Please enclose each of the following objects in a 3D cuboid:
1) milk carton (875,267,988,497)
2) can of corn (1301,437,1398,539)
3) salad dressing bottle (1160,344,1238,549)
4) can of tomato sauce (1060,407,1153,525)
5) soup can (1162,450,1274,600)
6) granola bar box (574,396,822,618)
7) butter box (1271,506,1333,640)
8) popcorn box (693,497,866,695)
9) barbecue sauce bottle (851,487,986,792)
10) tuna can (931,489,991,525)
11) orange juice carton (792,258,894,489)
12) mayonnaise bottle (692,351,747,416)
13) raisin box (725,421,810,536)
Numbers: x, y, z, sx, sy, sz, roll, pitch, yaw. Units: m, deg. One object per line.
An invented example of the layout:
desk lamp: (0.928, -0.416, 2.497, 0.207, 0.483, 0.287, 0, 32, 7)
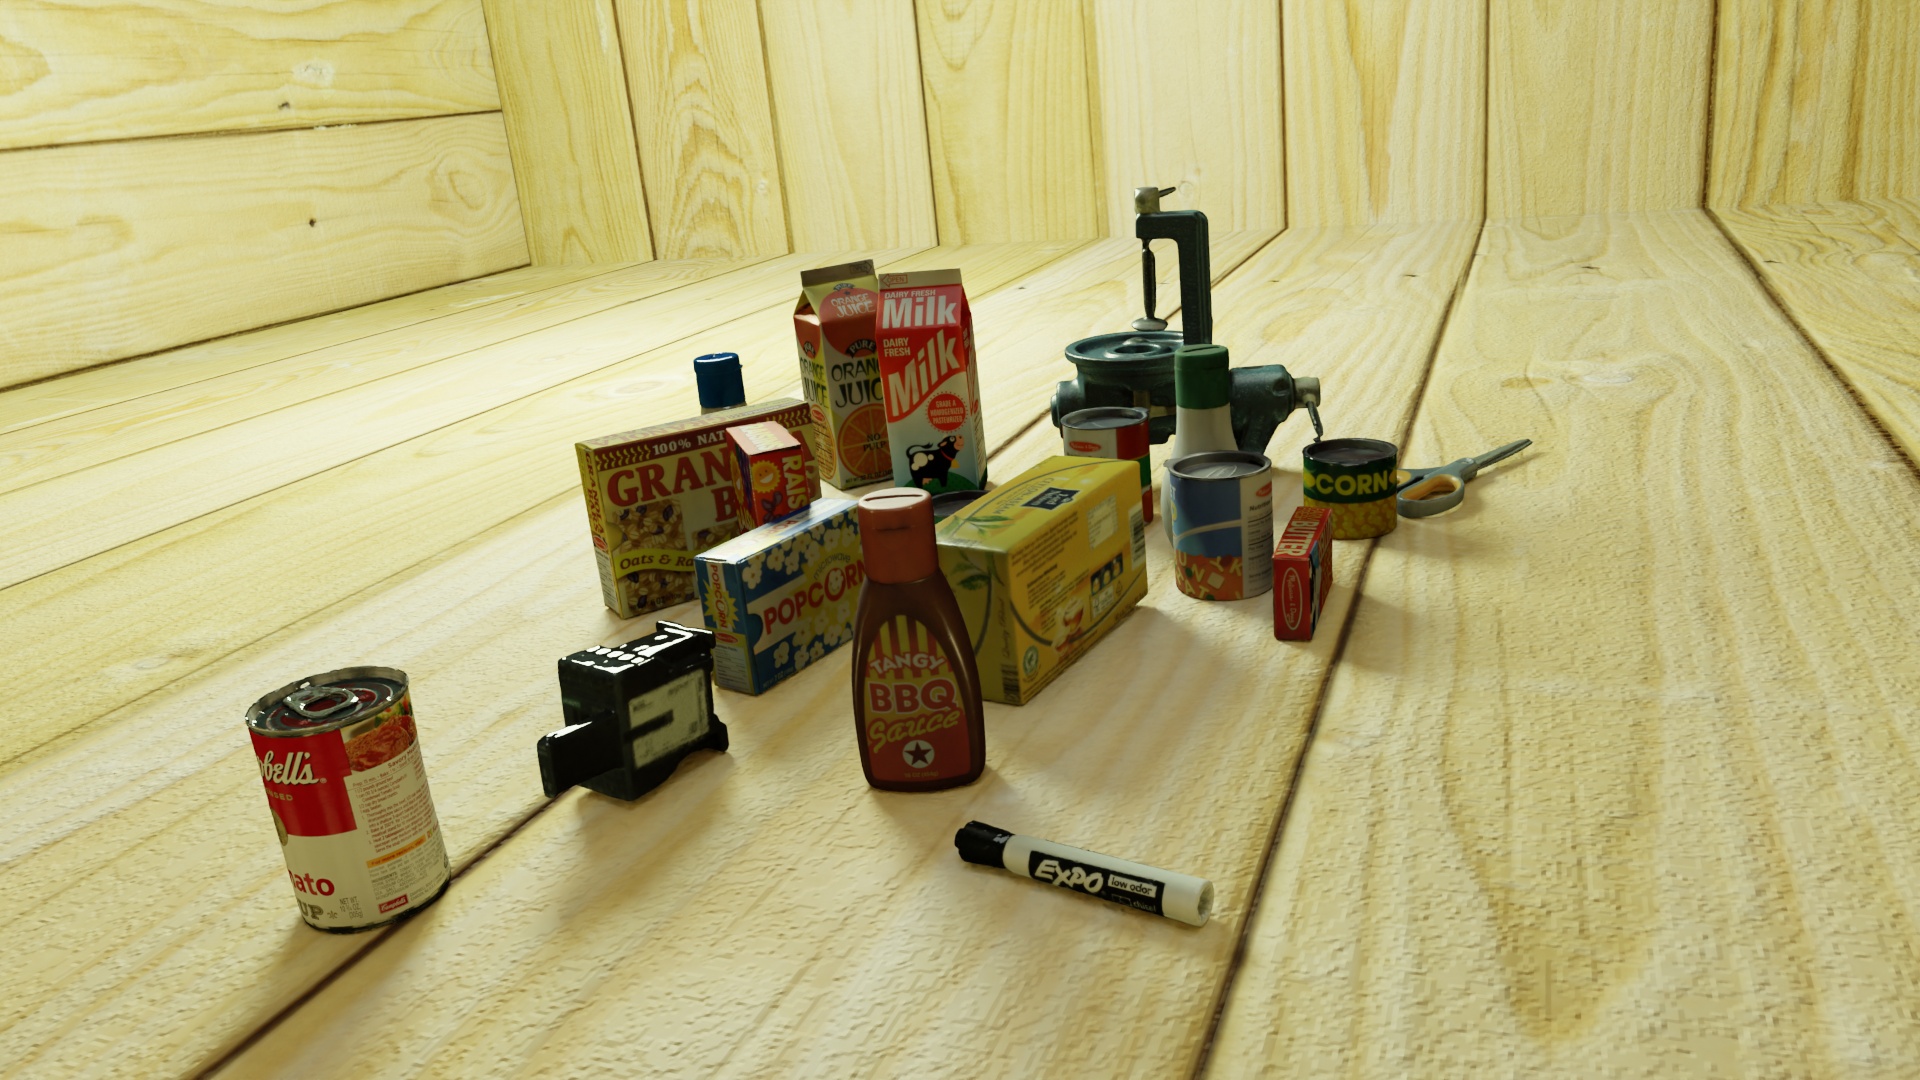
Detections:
milk carton: (-0.024, -0.129, 1.156, 0.072, 0.189, 0.074, -3, 18, 8)
can of corn: (0.280, -0.037, 0.997, 0.071, 0.058, 0.071, -5, 18, 2)
salad dressing bottle: (0.168, -0.059, 0.956, 0.064, 0.147, 0.044, -11, 19, -16)
can of tomato sauce: (0.114, -0.055, 1.061, 0.071, 0.082, 0.071, -5, 18, 2)
soup can: (0.169, -0.011, 0.911, 0.071, 0.083, 0.071, -5, 18, 2)
granola bar box: (-0.181, -0.026, 0.998, 0.166, 0.123, 0.039, -16, 21, -30)
butter box: (0.212, 0.018, 0.859, 0.024, 0.053, 0.104, 2, 20, 22)
popcorn box: (-0.104, 0.031, 0.863, 0.038, 0.085, 0.127, 6, 22, 33)
barbecue sauce bottle: (-0.025, 0.049, 0.685, 0.065, 0.148, 0.044, -4, 18, 5)
tuna can: (0.004, -0.013, 1.048, 0.071, 0.032, 0.071, -5, 18, 2)
orange juice carton: (-0.098, -0.149, 1.235, 0.072, 0.192, 0.073, -14, 20, -24)
mayonnaise bottle: (-0.184, -0.074, 1.104, 0.041, 0.147, 0.065, -5, 18, 4)
raisin box: (-0.125, -0.012, 0.939, 0.040, 0.123, 0.086, -11, 19, -16)
